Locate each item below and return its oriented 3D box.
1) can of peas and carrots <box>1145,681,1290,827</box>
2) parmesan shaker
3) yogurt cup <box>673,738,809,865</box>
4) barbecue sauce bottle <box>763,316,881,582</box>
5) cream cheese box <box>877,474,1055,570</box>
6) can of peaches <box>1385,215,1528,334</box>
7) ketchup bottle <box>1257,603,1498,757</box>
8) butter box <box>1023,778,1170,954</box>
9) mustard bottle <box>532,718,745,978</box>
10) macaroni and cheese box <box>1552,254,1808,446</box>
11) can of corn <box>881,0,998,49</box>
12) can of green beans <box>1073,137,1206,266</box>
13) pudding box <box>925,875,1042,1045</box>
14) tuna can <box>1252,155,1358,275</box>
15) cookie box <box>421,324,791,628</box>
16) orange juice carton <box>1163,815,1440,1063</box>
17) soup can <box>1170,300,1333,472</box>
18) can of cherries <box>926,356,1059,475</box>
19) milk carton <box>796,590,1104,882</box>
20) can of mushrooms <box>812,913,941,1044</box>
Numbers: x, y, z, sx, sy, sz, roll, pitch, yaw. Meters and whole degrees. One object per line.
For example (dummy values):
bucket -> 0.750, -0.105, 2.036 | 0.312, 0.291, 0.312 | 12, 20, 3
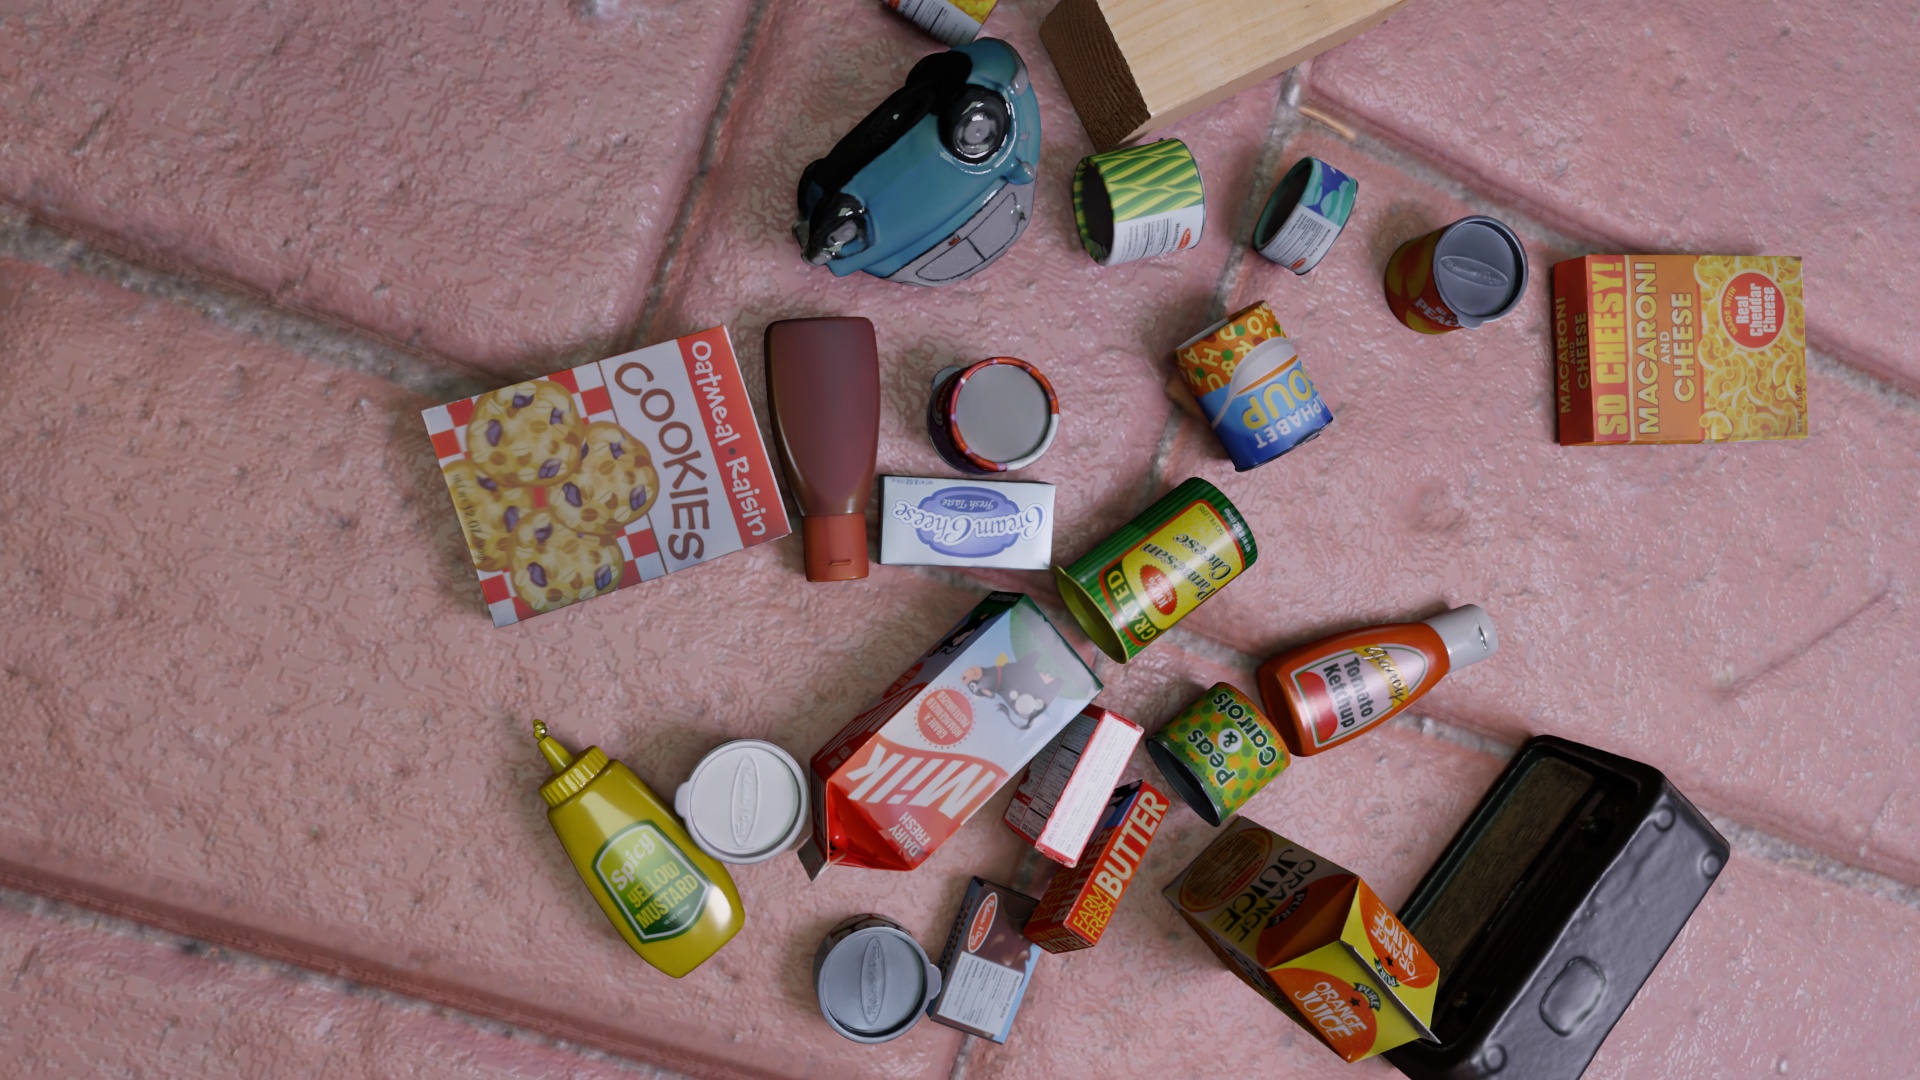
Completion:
can of peas and carrots -> 0.154, 0.126, 0.828 | 0.059, 0.071, 0.071 | -37, 97, -11
parmesan shaker -> 0.115, 0.014, 0.822 | 0.103, 0.071, 0.071 | -36, 97, -11
yogurt cup -> -0.121, 0.141, 0.773 | 0.072, 0.054, 0.072 | 0, 90, -13
barbecue sauce bottle -> -0.075, -0.051, 0.792 | 0.065, 0.043, 0.148 | -4, 91, -13
cream cheese box -> 0.003, -0.010, 0.818 | 0.104, 0.024, 0.053 | 2, 93, -13
can of peaches -> 0.310, -0.164, 0.875 | 0.071, 0.058, 0.071 | 0, 90, -13
ketchup bottle -> 0.263, 0.081, 0.868 | 0.149, 0.043, 0.064 | -20, 94, -13
butter box -> 0.079, 0.188, 0.801 | 0.024, 0.053, 0.104 | 40, 57, -7
mustard bottle -> -0.186, 0.163, 0.760 | 0.065, 0.049, 0.160 | -39, 98, -12
macaroni and cheese box -> 0.477, -0.125, 0.922 | 0.167, 0.040, 0.123 | -2, 90, -13
can of corn -> -0.004, -0.326, 0.800 | 0.058, 0.071, 0.071 | 31, 83, -12
can of green beans -> 0.105, -0.200, 0.824 | 0.058, 0.071, 0.071 | -14, 93, -12
pudding box -> 0.017, 0.246, 0.815 | 0.049, 0.030, 0.084 | 23, 84, -11
tuna can -> 0.210, -0.200, 0.849 | 0.033, 0.071, 0.071 | 26, 84, -10
cookie box -> -0.191, -0.036, 0.767 | 0.168, 0.040, 0.123 | -18, 93, -12
orange juice carton -> 0.193, 0.221, 0.773 | 0.073, 0.192, 0.071 | -42, 99, -9
soup can -> 0.176, -0.093, 0.836 | 0.071, 0.071, 0.083 | -32, 96, -11
can of cherries -> 0.016, -0.073, 0.805 | 0.071, 0.058, 0.071 | 0, 91, -13
milk carton -> -0.018, 0.118, 0.788 | 0.191, 0.072, 0.073 | -42, 99, -10
can of mushrooms -> -0.049, 0.251, 0.798 | 0.071, 0.033, 0.071 | 0, 89, -13
